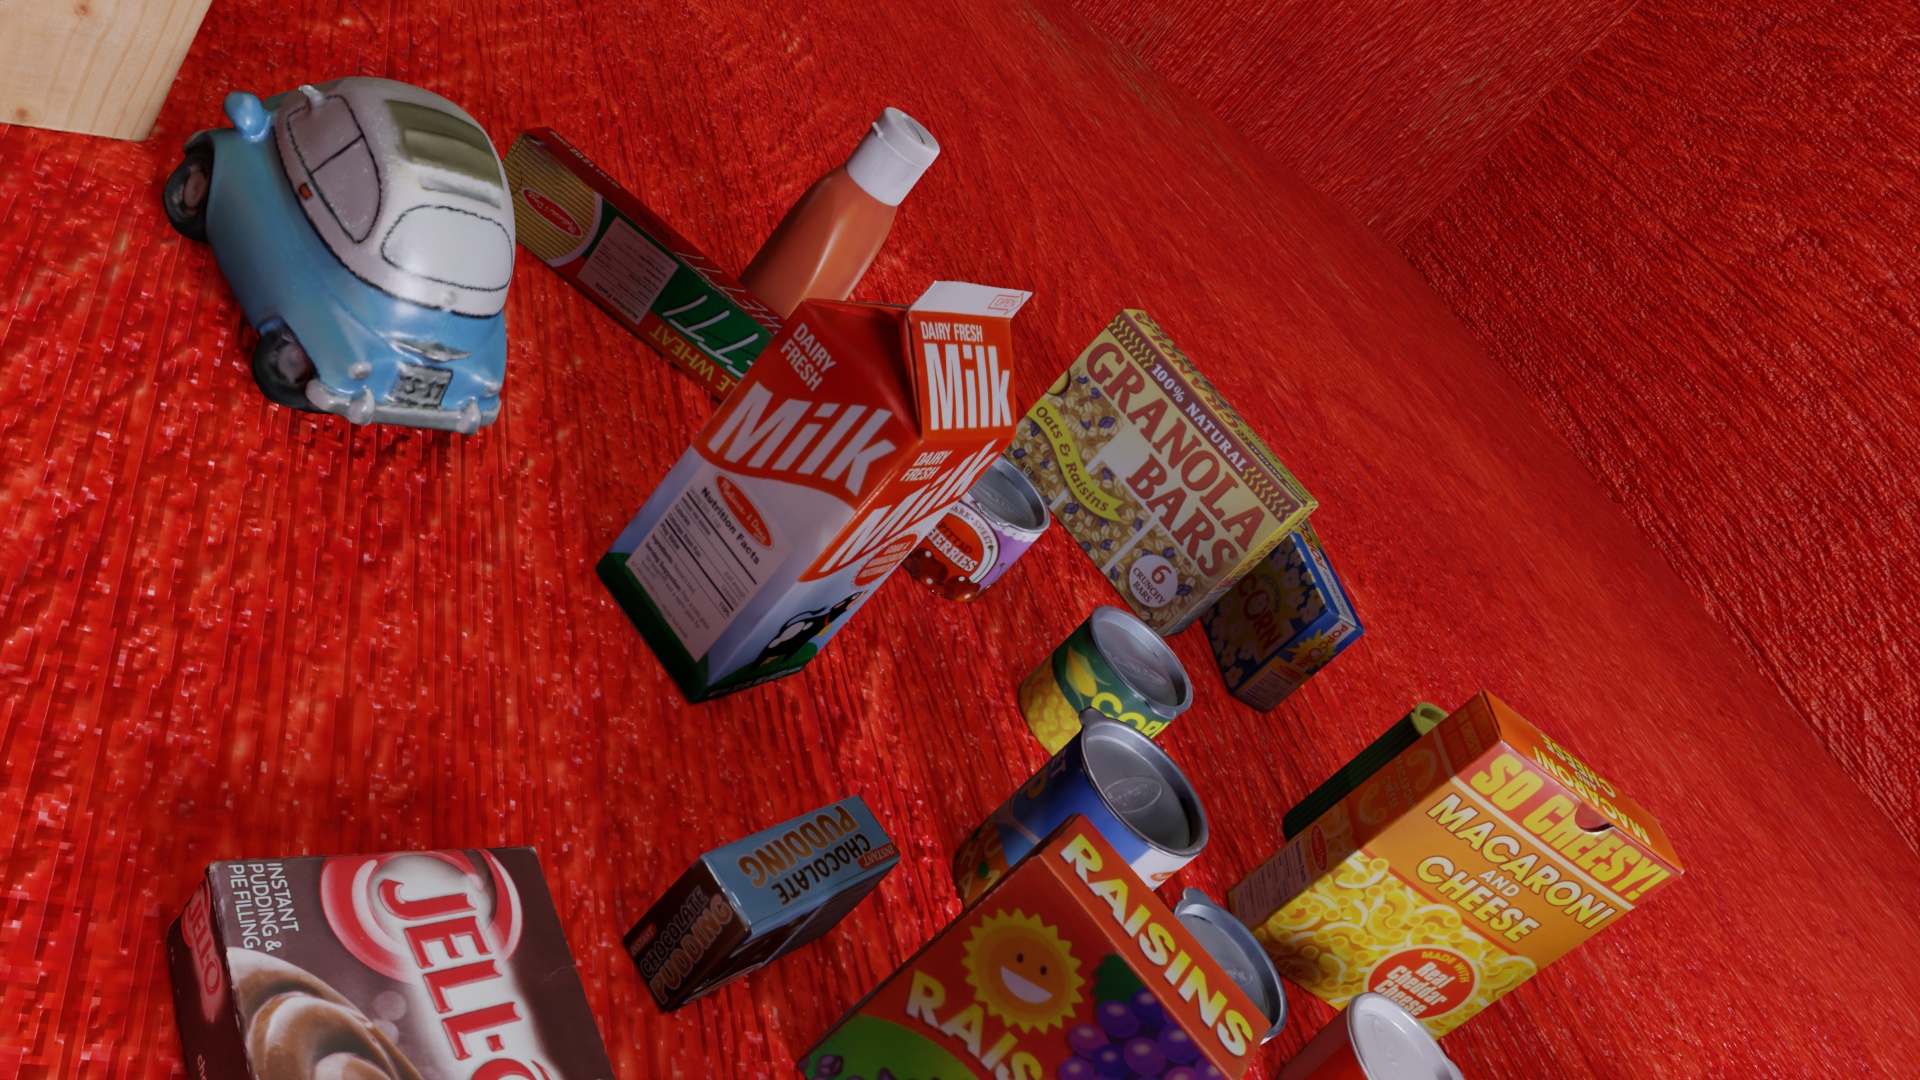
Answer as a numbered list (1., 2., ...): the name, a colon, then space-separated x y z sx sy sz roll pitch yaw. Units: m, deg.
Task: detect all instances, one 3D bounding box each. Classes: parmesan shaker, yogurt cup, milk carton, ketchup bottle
1. parmesan shaker: 0.234 0.145 0.763 0.071 0.102 0.072 33 28 -20
2. yogurt cup: 0.174 0.237 0.596 0.072 0.053 0.073 33 28 -20
3. milk carton: -0.049 -0.028 0.533 0.073 0.189 0.072 51 27 16
4. ketchup bottle: -0.070 -0.167 0.759 0.043 0.148 0.065 16 36 -43

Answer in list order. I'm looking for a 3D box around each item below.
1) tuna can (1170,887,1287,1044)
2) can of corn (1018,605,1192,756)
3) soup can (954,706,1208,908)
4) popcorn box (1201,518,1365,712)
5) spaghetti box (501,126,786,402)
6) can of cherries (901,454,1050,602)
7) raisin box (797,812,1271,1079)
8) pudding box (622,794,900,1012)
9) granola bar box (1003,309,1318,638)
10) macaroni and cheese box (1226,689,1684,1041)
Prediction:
1. tuna can: 0.104 0.188 0.597 0.071 0.032 0.071 33 28 -20
2. can of corn: 0.072 0.078 0.690 0.071 0.058 0.071 33 28 -20
3. soup can: 0.046 0.120 0.562 0.071 0.083 0.072 33 28 -20
4. popcorn box: 0.198 0.036 0.895 0.038 0.085 0.127 28 30 -28
5. spaghetti box: -0.127 -0.109 0.704 0.250 0.050 0.029 39 26 -8
6. can of cherries: 0.003 -0.009 0.724 0.071 0.058 0.072 33 28 -20
7. raisin box: 0.020 0.156 0.429 0.086 0.123 0.040 48 26 11
8. pudding box: -0.063 0.117 0.456 0.030 0.049 0.084 52 28 17
9. granola bar box: 0.118 -0.041 0.857 0.166 0.123 0.039 51 27 17
10. macaroni and cheese box: 0.230 0.163 0.658 0.123 0.165 0.040 35 27 -16
